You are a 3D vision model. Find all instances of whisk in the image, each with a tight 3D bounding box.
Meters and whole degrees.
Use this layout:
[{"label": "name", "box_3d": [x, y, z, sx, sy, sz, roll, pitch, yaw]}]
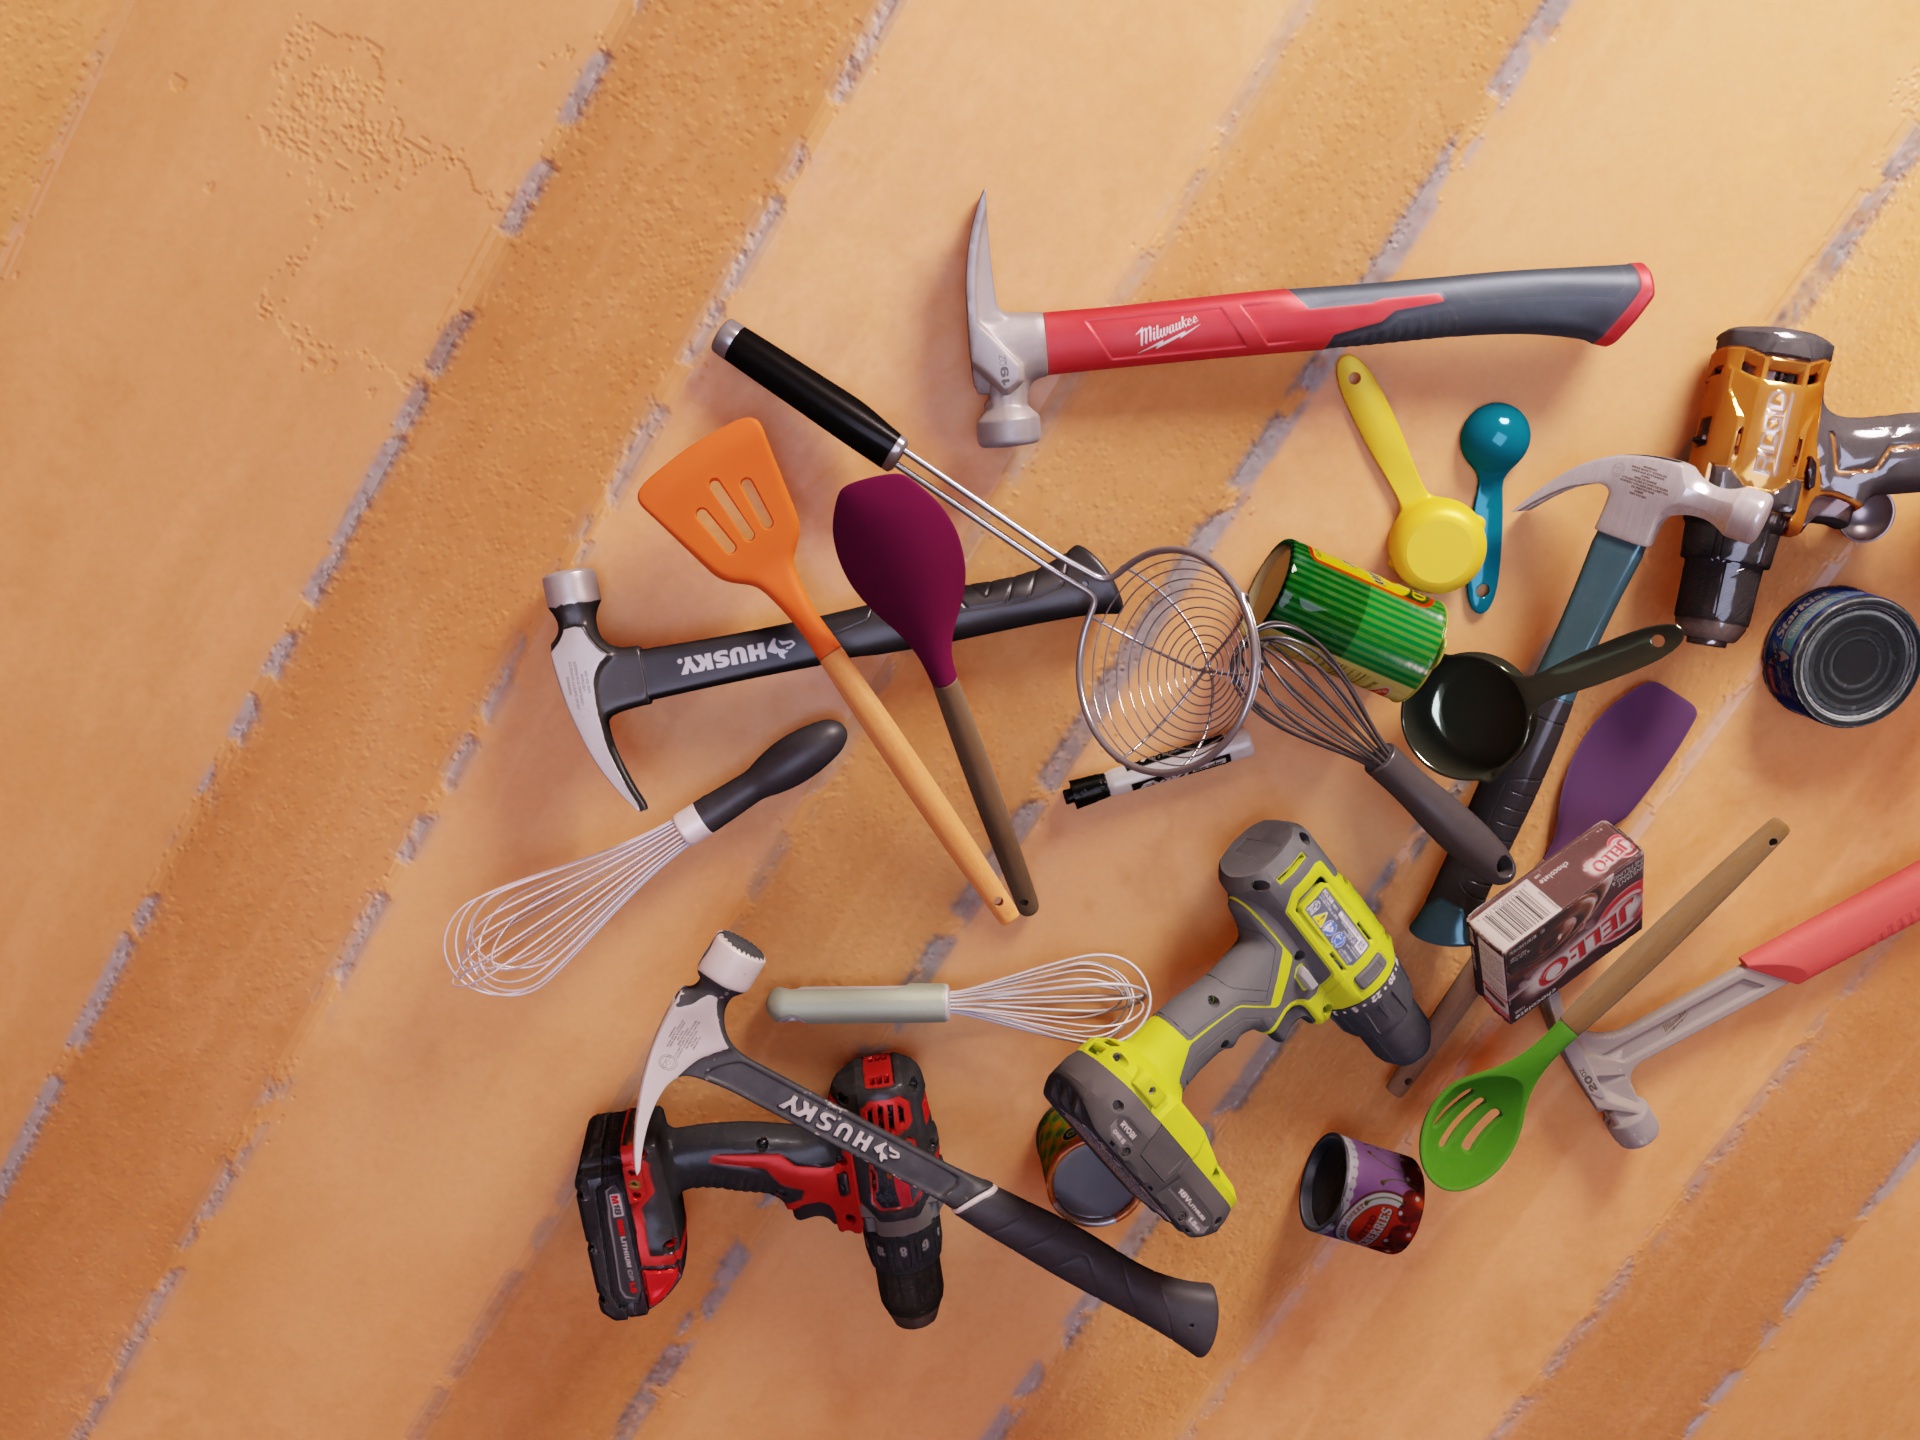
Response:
[{"label": "whisk", "box_3d": [0.246, 0.026, 0.934, 0.238, 0.055, 0.055, 39, 100, -17]}, {"label": "whisk", "box_3d": [-0.001, 0.179, 1.015, 0.246, 0.057, 0.059, -1, 71, 0]}, {"label": "whisk", "box_3d": [-0.190, 0.081, 0.968, 0.284, 0.070, 0.070, -33, 105, 0]}]

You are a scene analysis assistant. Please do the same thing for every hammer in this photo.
[{"label": "hammer", "box_3d": [-0.069, -0.045, 0.941, 0.334, 0.035, 0.146, -11, 90, -3]}, {"label": "hammer", "box_3d": [0.196, -0.244, 0.905, 0.386, 0.038, 0.143, -5, 104, 1]}, {"label": "hammer", "box_3d": [-0.011, 0.290, 0.978, 0.408, 0.036, 0.149, 32, 92, -11]}, {"label": "hammer", "box_3d": [0.557, 0.138, 1.037, 0.359, 0.037, 0.149, -30, 105, 5]}, {"label": "hammer", "box_3d": [0.354, -0.004, 0.965, 0.128, 0.033, 0.331, 29, 114, 28]}]

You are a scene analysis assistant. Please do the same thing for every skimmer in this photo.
[{"label": "skimmer", "box_3d": [0.006, -0.107, 0.883, 0.363, 0.090, 0.127, 34, 118, -1]}]

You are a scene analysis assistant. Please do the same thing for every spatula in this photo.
[{"label": "spatula", "box_3d": [-0.061, -0.018, 0.903, 0.081, 0.041, 0.322, -34, 91, -4]}, {"label": "spatula", "box_3d": [0.366, 0.113, 1.028, 0.059, 0.018, 0.316, 28, 100, -12]}]

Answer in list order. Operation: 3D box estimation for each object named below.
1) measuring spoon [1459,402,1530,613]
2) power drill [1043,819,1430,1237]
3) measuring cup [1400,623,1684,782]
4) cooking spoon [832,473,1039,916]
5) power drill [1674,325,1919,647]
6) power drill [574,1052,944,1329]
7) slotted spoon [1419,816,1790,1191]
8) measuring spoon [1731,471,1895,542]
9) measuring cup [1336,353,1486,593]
[{"label": "measuring spoon", "box_3d": [0.322, -0.126, 0.958, 0.042, 0.021, 0.128, -1, 105, -3]}, {"label": "power drill", "box_3d": [0.181, 0.201, 0.985, 0.228, 0.080, 0.190, -44, 110, -13]}, {"label": "measuring cup", "box_3d": [0.341, -0.021, 0.929, 0.167, 0.038, 0.083, -26, 84, 33]}, {"label": "cooking spoon", "box_3d": [-0.001, -0.003, 0.926, 0.069, 0.017, 0.318, -12, 125, 13]}, {"label": "power drill", "box_3d": [0.535, -0.119, 0.925, 0.226, 0.084, 0.185, 11, 95, 4]}, {"label": "power drill", "box_3d": [-0.120, 0.321, 1.028, 0.226, 0.080, 0.187, -9, 105, -4]}, {"label": "slotted spoon", "box_3d": [0.406, 0.178, 1.009, 0.070, 0.031, 0.314, 41, 98, -16]}, {"label": "measuring spoon", "box_3d": [0.507, -0.135, 0.974, 0.124, 0.018, 0.034, 11, 104, 1]}, {"label": "measuring cup", "box_3d": [0.262, -0.145, 0.943, 0.062, 0.029, 0.156, -26, 103, 18]}]
